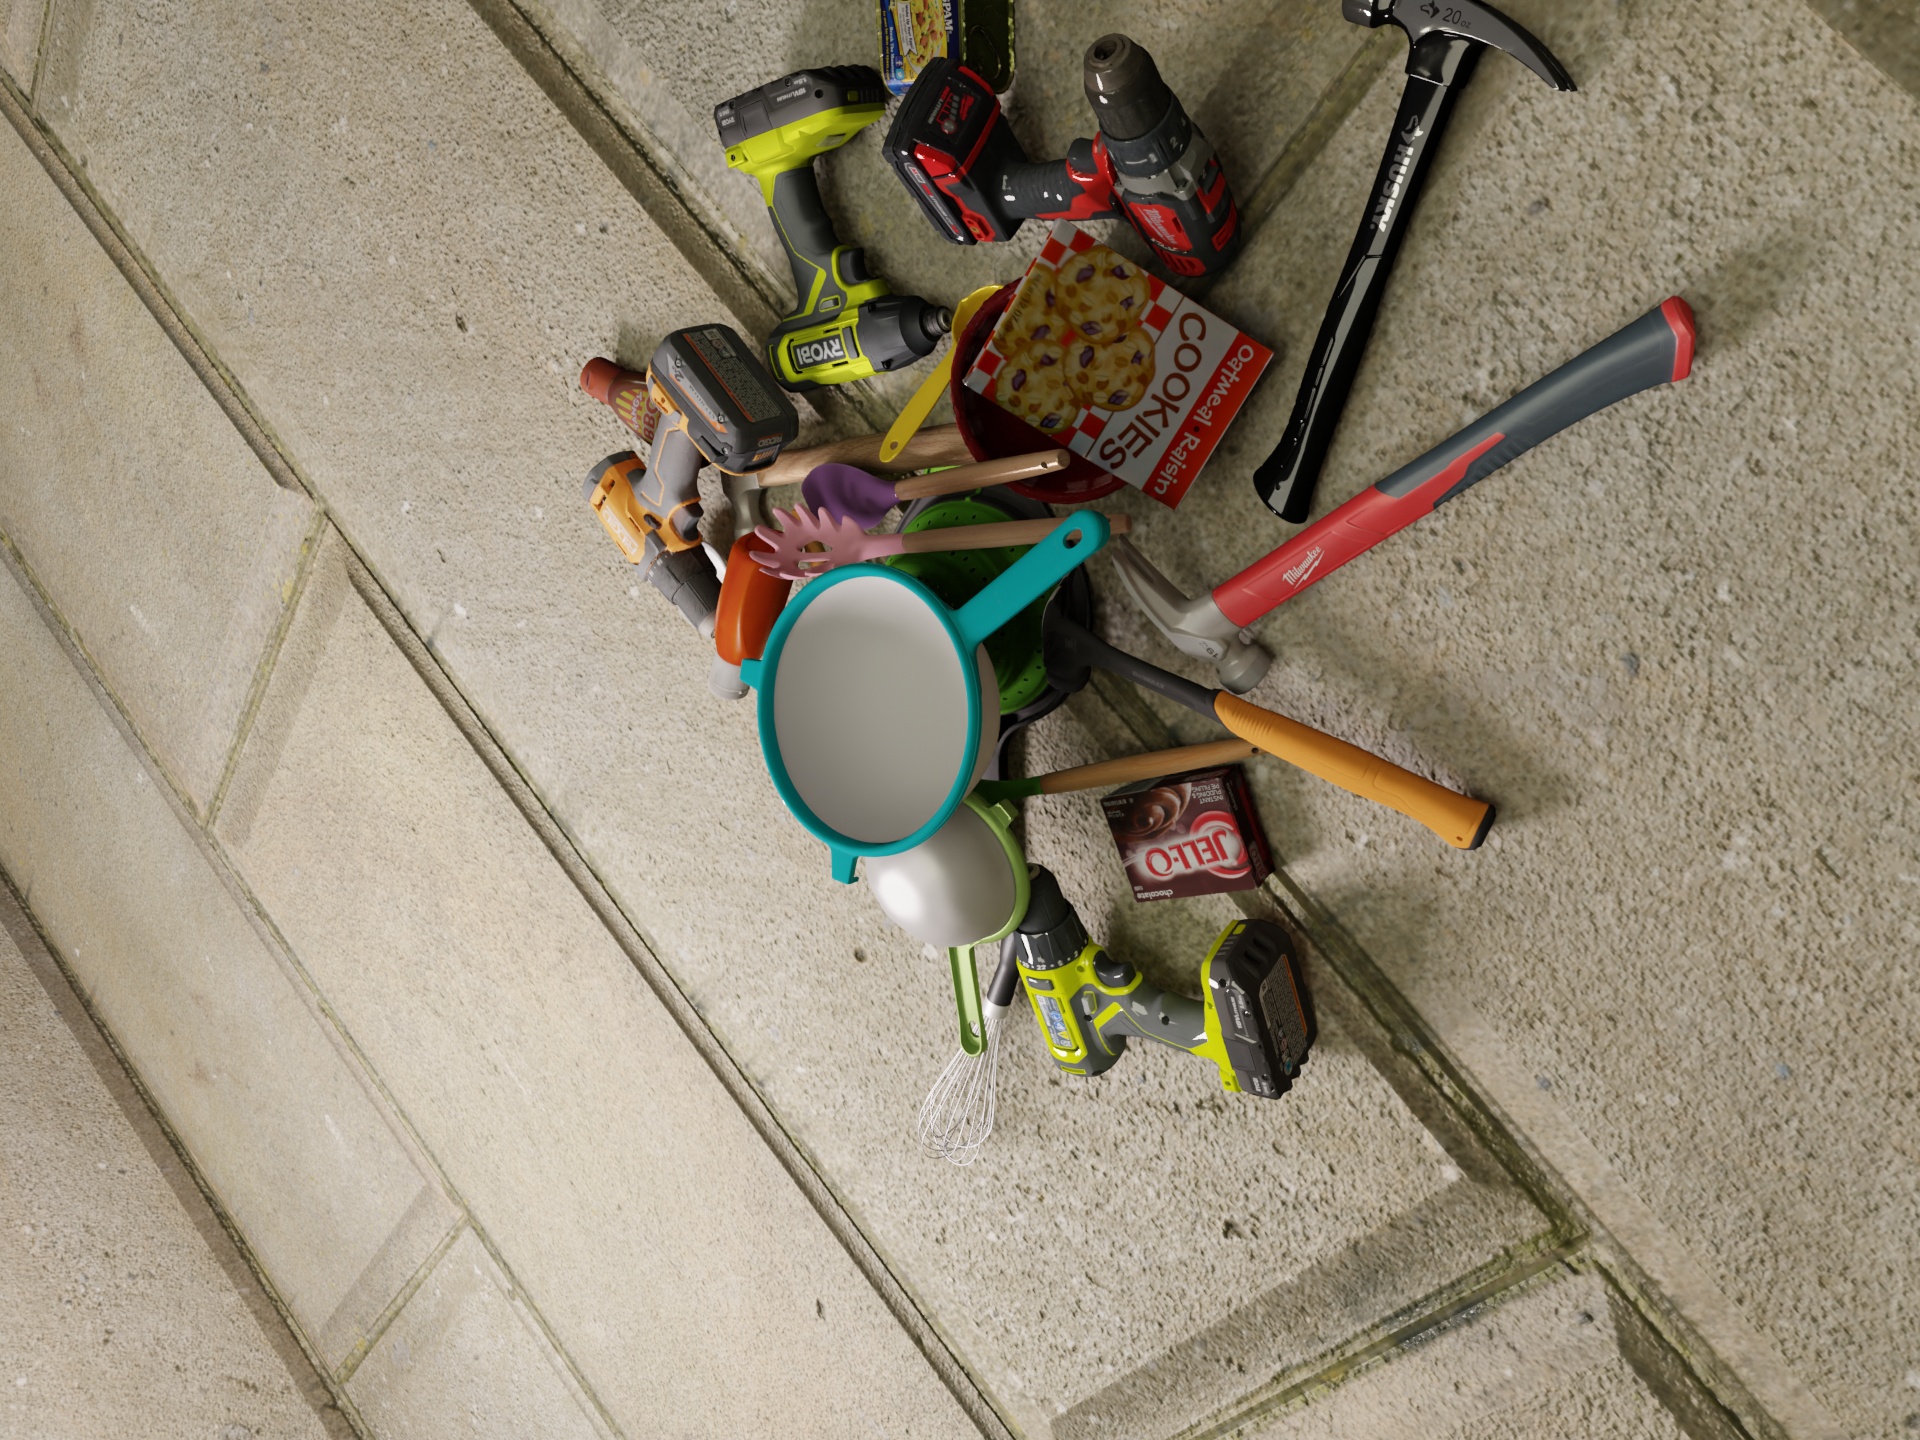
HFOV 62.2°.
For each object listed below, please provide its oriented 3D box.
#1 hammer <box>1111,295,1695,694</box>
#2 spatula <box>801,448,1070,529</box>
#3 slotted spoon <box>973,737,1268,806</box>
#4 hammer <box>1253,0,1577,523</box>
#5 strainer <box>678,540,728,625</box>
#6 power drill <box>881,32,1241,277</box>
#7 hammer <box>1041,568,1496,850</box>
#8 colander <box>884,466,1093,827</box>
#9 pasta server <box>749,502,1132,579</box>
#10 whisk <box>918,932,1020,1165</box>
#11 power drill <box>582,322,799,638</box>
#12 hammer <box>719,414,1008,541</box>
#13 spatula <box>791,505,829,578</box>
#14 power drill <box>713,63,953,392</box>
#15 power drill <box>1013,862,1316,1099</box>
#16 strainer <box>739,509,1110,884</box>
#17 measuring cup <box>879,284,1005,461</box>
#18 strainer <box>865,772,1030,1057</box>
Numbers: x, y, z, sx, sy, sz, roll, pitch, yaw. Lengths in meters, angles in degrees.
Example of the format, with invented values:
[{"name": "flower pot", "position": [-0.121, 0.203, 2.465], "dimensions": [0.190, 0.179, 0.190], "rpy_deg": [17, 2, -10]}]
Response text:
[{"name": "hammer", "position": [0.273, -0.153, 1.009], "dimensions": [0.143, 0.038, 0.386], "rpy_deg": [43, 130, -16]}, {"name": "spatula", "position": [-0.029, -0.175, 1.176], "dimensions": [0.316, 0.018, 0.059], "rpy_deg": [1, 121, 52]}, {"name": "slotted spoon", "position": [0.086, 0.043, 1.212], "dimensions": [0.314, 0.031, 0.070], "rpy_deg": [-11, 122, 23]}, {"name": "hammer", "position": [0.260, -0.279, 1.001], "dimensions": [0.146, 0.035, 0.334], "rpy_deg": [31, 124, 26]}, {"name": "strainer", "position": [-0.181, -0.093, 1.391], "dimensions": [0.259, 0.050, 0.086], "rpy_deg": [34, 126, 38]}, {"name": "power drill", "position": [0.061, -0.373, 1.034], "dimensions": [0.227, 0.187, 0.080], "rpy_deg": [20, 79, 33]}, {"name": "hammer", "position": [0.207, -0.001, 1.102], "dimensions": [0.337, 0.034, 0.127], "rpy_deg": [26, 155, 18]}, {"name": "colander", "position": [-0.002, -0.004, 1.271], "dimensions": [0.205, 0.094, 0.397], "rpy_deg": [11, 113, 35]}, {"name": "pasta server", "position": [-0.021, -0.136, 1.172], "dimensions": [0.316, 0.040, 0.060], "rpy_deg": [-1, 70, 33]}, {"name": "whisk", "position": [0.023, 0.274, 1.387], "dimensions": [0.070, 0.070, 0.284], "rpy_deg": [30, 118, 26]}, {"name": "power drill", "position": [-0.217, -0.191, 1.323], "dimensions": [0.185, 0.084, 0.226], "rpy_deg": [53, 135, 11]}, {"name": "hammer", "position": [-0.089, -0.214, 1.279], "dimensions": [0.331, 0.031, 0.130], "rpy_deg": [2, 107, 46]}, {"name": "spatula", "position": [-0.083, -0.027, 1.344], "dimensions": [0.081, 0.041, 0.322], "rpy_deg": [-5, 113, 42]}, {"name": "power drill", "position": [-0.095, -0.375, 1.221], "dimensions": [0.171, 0.080, 0.223], "rpy_deg": [-2, 109, 40]}, {"name": "power drill", "position": [0.143, 0.200, 1.226], "dimensions": [0.228, 0.080, 0.190], "rpy_deg": [2, 123, 38]}, {"name": "strainer", "position": [-0.002, -0.042, 1.135], "dimensions": [0.340, 0.095, 0.211], "rpy_deg": [-38, 70, 32]}, {"name": "measuring cup", "position": [-0.006, -0.252, 1.181], "dimensions": [0.156, 0.029, 0.062], "rpy_deg": [-52, 55, 8]}, {"name": "strainer", "position": [-0.018, 0.168, 1.243], "dimensions": [0.151, 0.069, 0.256], "rpy_deg": [10, 119, 35]}]
